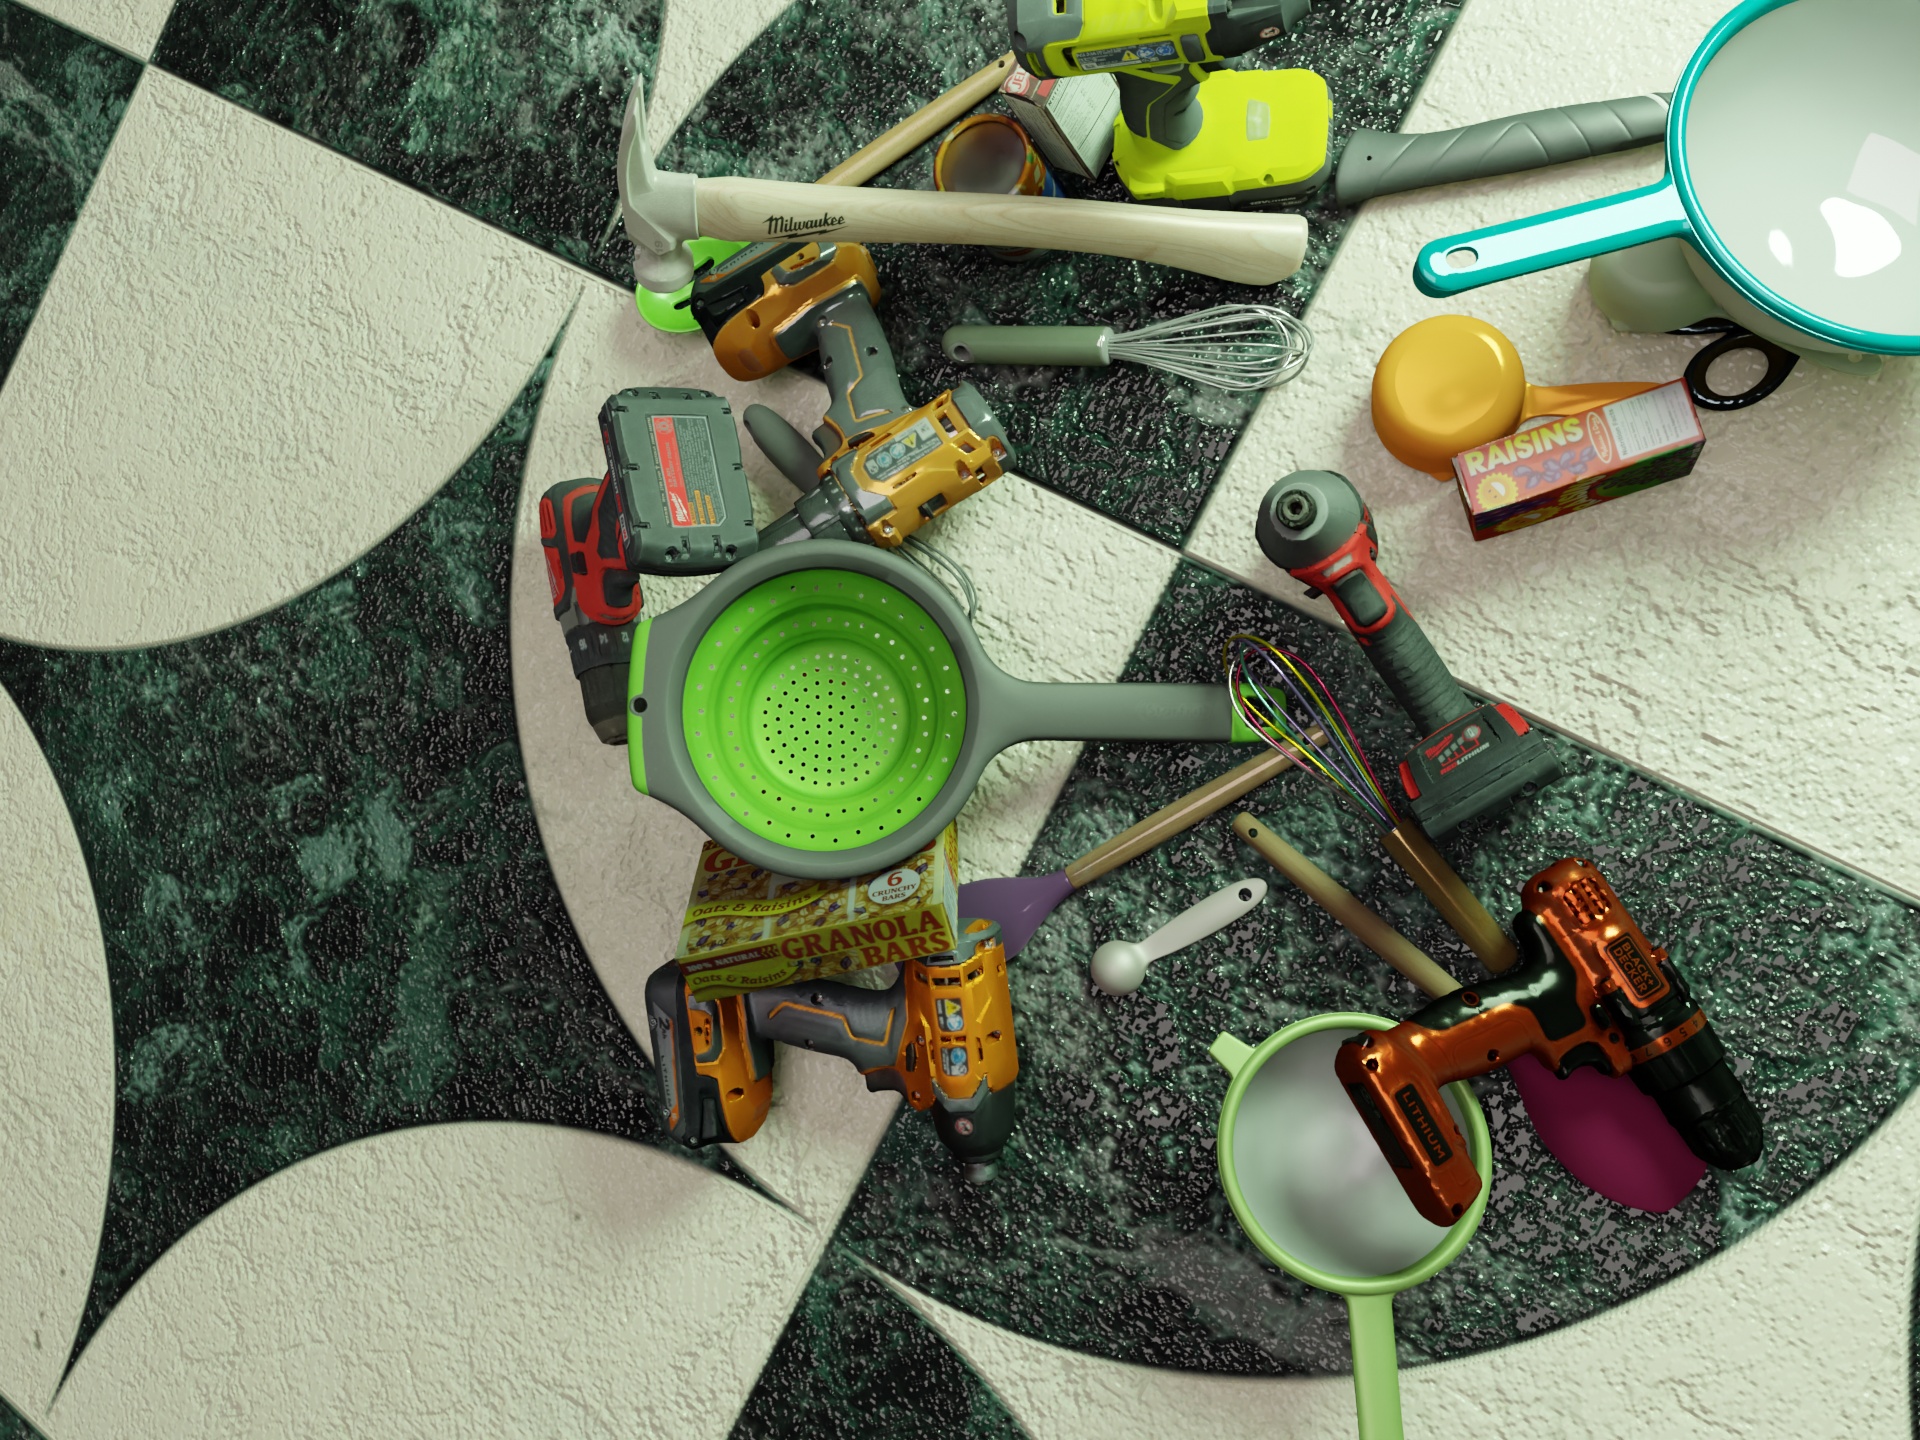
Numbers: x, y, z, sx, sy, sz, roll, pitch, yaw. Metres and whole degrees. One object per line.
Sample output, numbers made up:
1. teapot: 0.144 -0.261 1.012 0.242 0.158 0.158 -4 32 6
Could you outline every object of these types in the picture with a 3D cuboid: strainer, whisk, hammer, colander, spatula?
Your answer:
1. strainer: 0.218 0.295 0.887 0.151 0.069 0.256 -2 76 -1
2. whisk: 0.101 -0.238 1.009 0.246 0.057 0.059 7 53 23
3. hammer: 0.004 -0.306 0.950 0.410 0.146 0.038 2 64 -4
4. whisk: 0.235 0.046 0.922 0.047 0.051 0.245 -42 83 30
5. whisk: -0.071 -0.135 1.058 0.055 0.055 0.239 -48 68 10
6. strainer: 0.392 -0.252 0.816 0.340 0.095 0.211 -14 77 1
7. colander: -0.002 -0.003 0.993 0.397 0.094 0.204 1 85 -2
8. hammer: 0.421 -0.343 0.906 0.409 0.036 0.149 -4 85 20
9. spatula: 0.089 0.084 0.993 0.316 0.018 0.060 -31 75 15

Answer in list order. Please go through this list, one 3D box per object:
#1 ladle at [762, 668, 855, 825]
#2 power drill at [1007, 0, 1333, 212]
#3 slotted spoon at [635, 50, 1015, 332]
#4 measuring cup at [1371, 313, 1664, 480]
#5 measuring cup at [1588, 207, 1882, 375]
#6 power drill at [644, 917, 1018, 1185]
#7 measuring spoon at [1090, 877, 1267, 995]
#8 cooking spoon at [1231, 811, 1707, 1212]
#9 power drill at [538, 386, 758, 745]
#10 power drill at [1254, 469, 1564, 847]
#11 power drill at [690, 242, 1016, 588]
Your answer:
1. ladle: -0.146 0.114 1.072 0.069 0.031 0.315 21 94 20
2. power drill: 0.141 -0.368 0.908 0.171 0.223 0.080 1 86 20
3. slotted spoon: -0.090 -0.364 1.097 0.314 0.031 0.070 -31 76 13
4. measuring cup: 0.324 -0.190 0.915 0.173 0.052 0.095 3 86 19
5. measuring cup: 0.425 -0.236 0.872 0.168 0.038 0.083 37 92 27
6. power drill: -0.074 0.215 1.004 0.226 0.084 0.164 -6 95 15
7. measuring spoon: 0.133 0.130 0.972 0.124 0.018 0.034 -33 75 13
8. cooking spoon: 0.282 0.159 0.916 0.319 0.017 0.069 41 98 18
9. power drill: -0.212 -0.097 1.038 0.226 0.080 0.188 -30 69 56
10. power drill: 0.240 -0.043 0.886 0.078 0.143 0.220 -34 77 16
11. power drill: -0.094 -0.202 1.029 0.185 0.084 0.226 -33 68 3
